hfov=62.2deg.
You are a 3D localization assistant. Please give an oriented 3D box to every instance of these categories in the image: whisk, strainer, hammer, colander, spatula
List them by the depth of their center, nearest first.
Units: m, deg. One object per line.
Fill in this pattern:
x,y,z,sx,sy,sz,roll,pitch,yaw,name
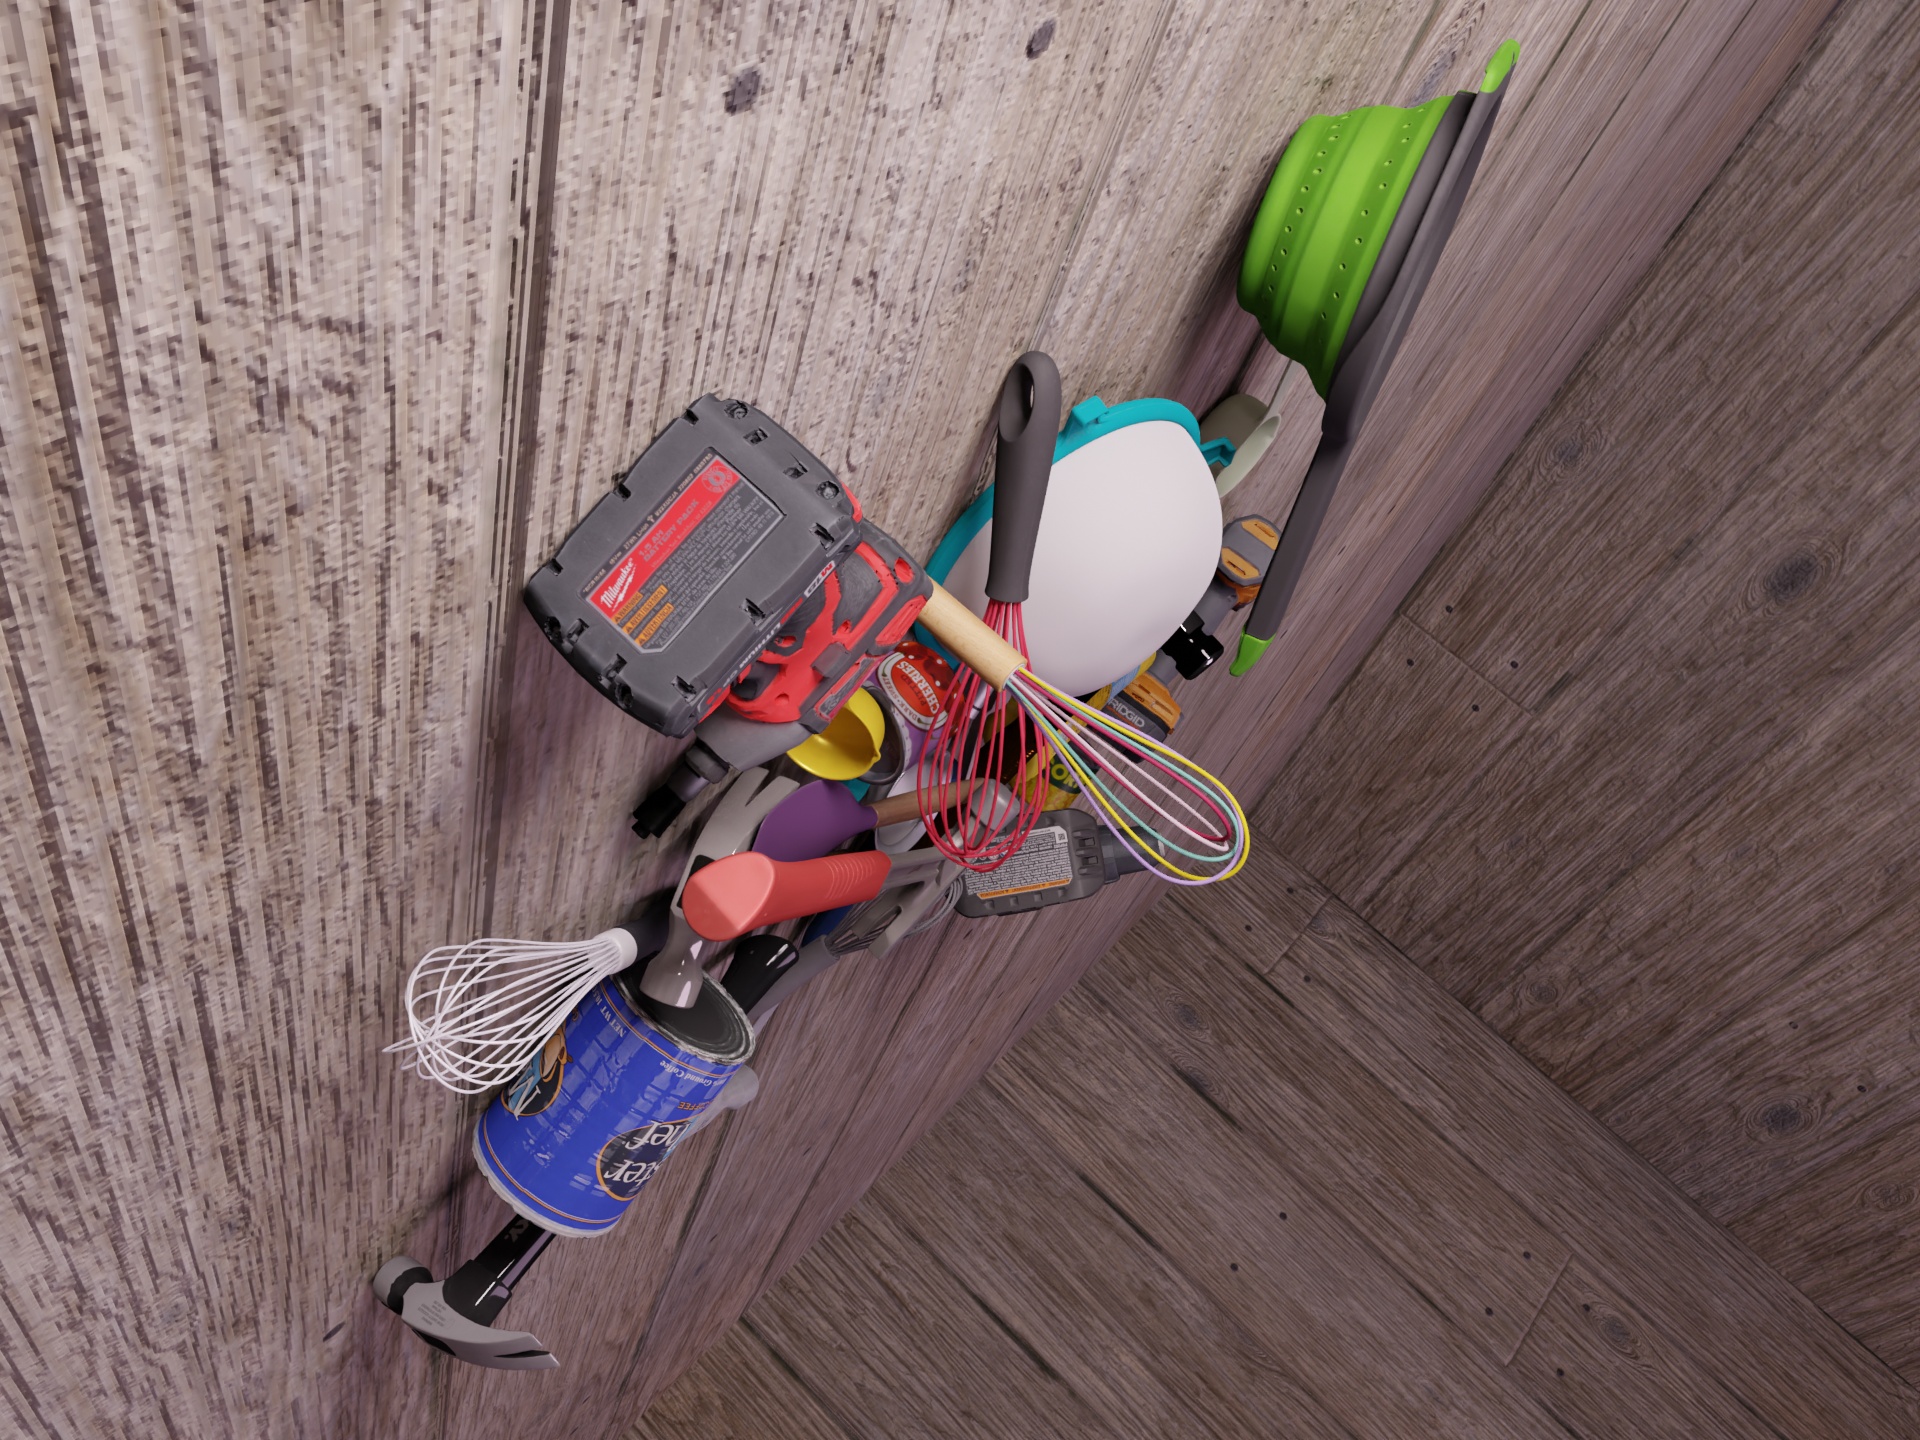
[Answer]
0.044,-0.011,0.778,0.051,0.245,0.047,-40,164,-30,whisk
-0.195,0.127,0.823,0.070,0.070,0.284,-52,170,15,whisk
0.023,-0.049,0.845,0.073,0.073,0.295,-30,133,-52,whisk
-0.069,0.098,0.923,0.149,0.037,0.359,-47,166,12,hammer
0.196,-0.203,0.927,0.204,0.094,0.396,-50,161,-52,colander
0.043,-0.037,0.964,0.340,0.095,0.211,-49,157,24,strainer
-0.045,0.054,0.981,0.316,0.018,0.059,-7,121,-67,spatula
-0.110,0.097,0.990,0.331,0.031,0.130,22,89,-80,hammer
-0.217,0.266,1.033,0.335,0.146,0.035,-49,131,-31,hammer
-0.002,-0.003,1.086,0.258,0.050,0.086,-56,157,7,strainer
-0.096,0.167,1.148,0.239,0.055,0.055,-34,169,15,whisk
0.040,0.007,1.164,0.336,0.127,0.034,-46,171,34,hammer
-0.121,0.184,1.226,0.405,0.035,0.144,-55,165,25,hammer

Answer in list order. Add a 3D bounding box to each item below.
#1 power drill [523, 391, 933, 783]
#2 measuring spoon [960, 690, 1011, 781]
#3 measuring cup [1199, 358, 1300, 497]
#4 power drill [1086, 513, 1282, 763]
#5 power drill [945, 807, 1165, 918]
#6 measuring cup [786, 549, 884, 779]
-0.088,-0.040,0.671,0.143,0.078,0.219,-48,169,0,power drill
0.016,0.013,1.150,0.018,0.034,0.124,3,127,-19,measuring spoon
0.205,-0.229,1.117,0.083,0.038,0.167,-37,160,-39,measuring cup
0.201,-0.072,1.432,0.226,0.084,0.185,-53,174,-4,power drill
0.080,0.123,1.393,0.190,0.080,0.228,-10,173,9,power drill
-0.060,-0.035,0.834,0.029,0.062,0.156,-65,171,-51,measuring cup
